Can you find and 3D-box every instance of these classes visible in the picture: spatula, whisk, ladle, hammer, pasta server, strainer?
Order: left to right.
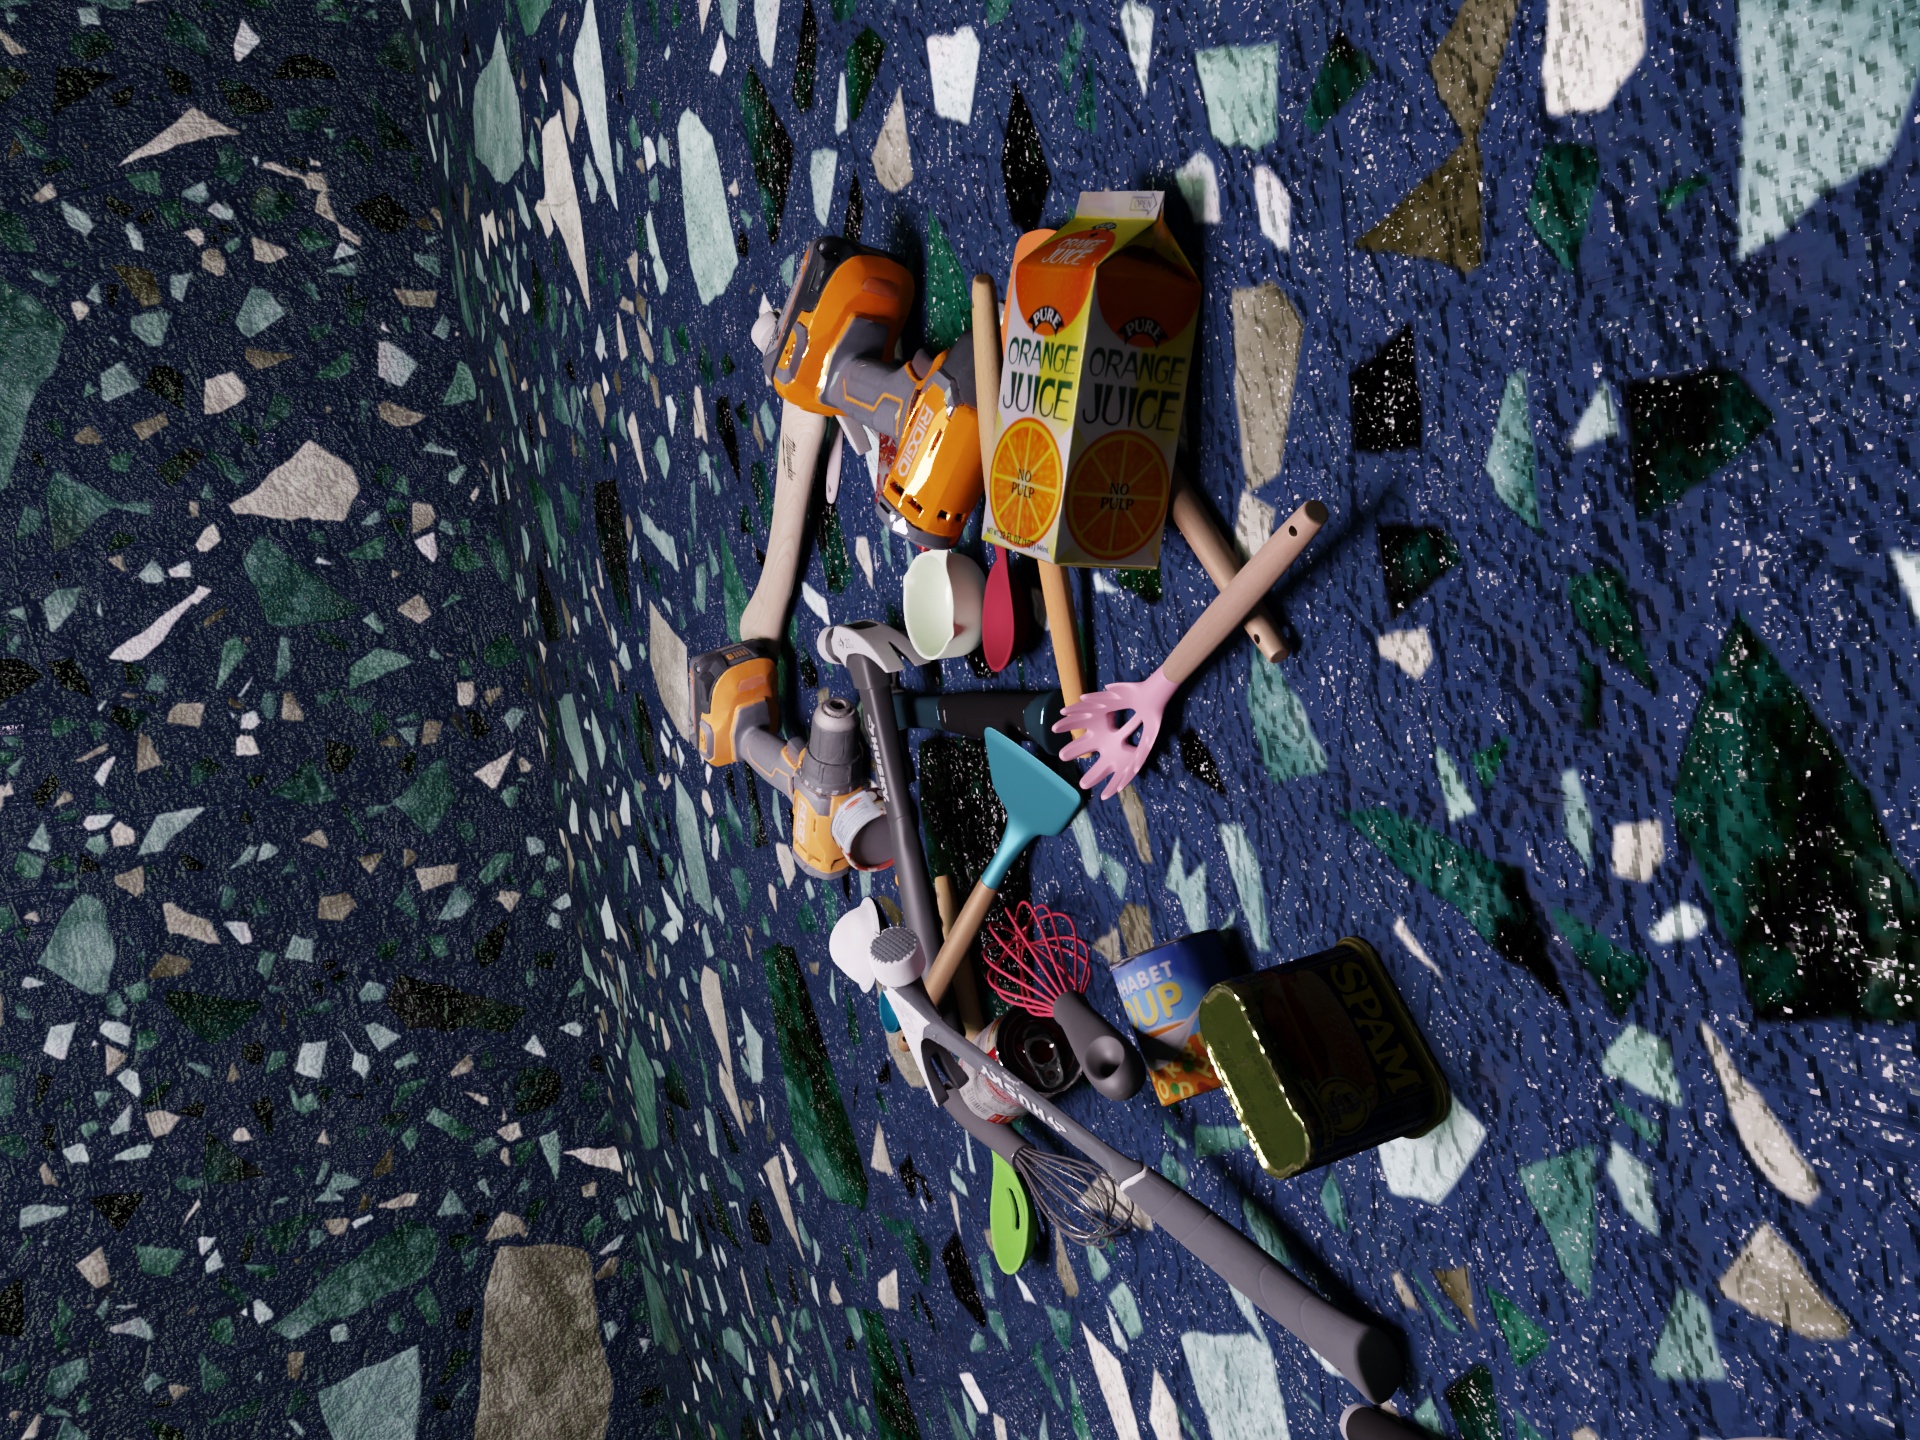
[{"bbox_3d":[-0.146,-0.166,1.393,0.146,0.038,0.410,51,151,18],"label":"hammer"},{"bbox_3d":[-0.067,0.193,1.399,0.258,0.050,0.087,156,115,-62],"label":"strainer"},{"bbox_3d":[-0.041,0.088,1.221,0.146,0.035,0.334,6,109,65],"label":"hammer"},{"bbox_3d":[-0.002,-0.004,1.168,0.331,0.033,0.128,4,105,65],"label":"hammer"},{"bbox_3d":[0.005,0.137,1.144,0.082,0.044,0.317,37,125,18],"label":"spatula"},{"bbox_3d":[0.022,-0.141,0.968,0.315,0.031,0.069,84,173,-53],"label":"ladle"},{"bbox_3d":[0.048,0.317,1.166,0.239,0.055,0.055,24,123,57],"label":"whisk"},{"bbox_3d":[0.059,-0.130,0.968,0.081,0.041,0.322,-138,34,-67],"label":"spatula"},{"bbox_3d":[0.065,0.173,0.991,0.296,0.073,0.073,-139,41,-77],"label":"whisk"},{"bbox_3d":[0.092,0.271,0.966,0.409,0.036,0.149,30,146,41],"label":"hammer"},{"bbox_3d":[0.103,-0.156,0.882,0.059,0.018,0.316,107,144,-52],"label":"spatula"},{"bbox_3d":[0.118,-0.033,0.847,0.060,0.040,0.316,55,157,10],"label":"pasta server"}]

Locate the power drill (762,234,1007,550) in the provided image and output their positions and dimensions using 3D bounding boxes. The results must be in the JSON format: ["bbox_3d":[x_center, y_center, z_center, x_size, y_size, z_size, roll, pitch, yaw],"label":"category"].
[{"bbox_3d":[-0.037,-0.239,1.066,0.227,0.084,0.164,51,124,40],"label":"power drill"}]

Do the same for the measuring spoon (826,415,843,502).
[{"bbox_3d":[-0.109,-0.232,1.317,0.034,0.018,0.124,55,148,41],"label":"measuring spoon"}]

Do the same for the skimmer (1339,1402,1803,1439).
[{"bbox_3d":[0.282,0.348,0.704,0.363,0.090,0.127,140,114,-75],"label":"skimmer"}]

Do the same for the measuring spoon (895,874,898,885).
[{"bbox_3d":[-0.036,0.149,1.320,0.117,0.011,0.021,-137,40,-67],"label":"measuring spoon"}]

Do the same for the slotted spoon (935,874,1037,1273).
[{"bbox_3d":[0.018,0.278,1.263,0.070,0.031,0.314,-22,79,65],"label":"slotted spoon"}]

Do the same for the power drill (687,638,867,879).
[{"bbox_3d":[-0.163,0.013,1.457,0.226,0.084,0.185,44,140,35],"label":"power drill"}]

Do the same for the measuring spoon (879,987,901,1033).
[{"bbox_3d":[-0.039,0.233,1.388,0.128,0.021,0.042,-55,44,47],"label":"measuring spoon"}]

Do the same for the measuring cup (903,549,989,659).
[{"bbox_3d":[0.003,-0.120,1.108,0.083,0.038,0.167,51,134,47],"label":"measuring cup"}]
